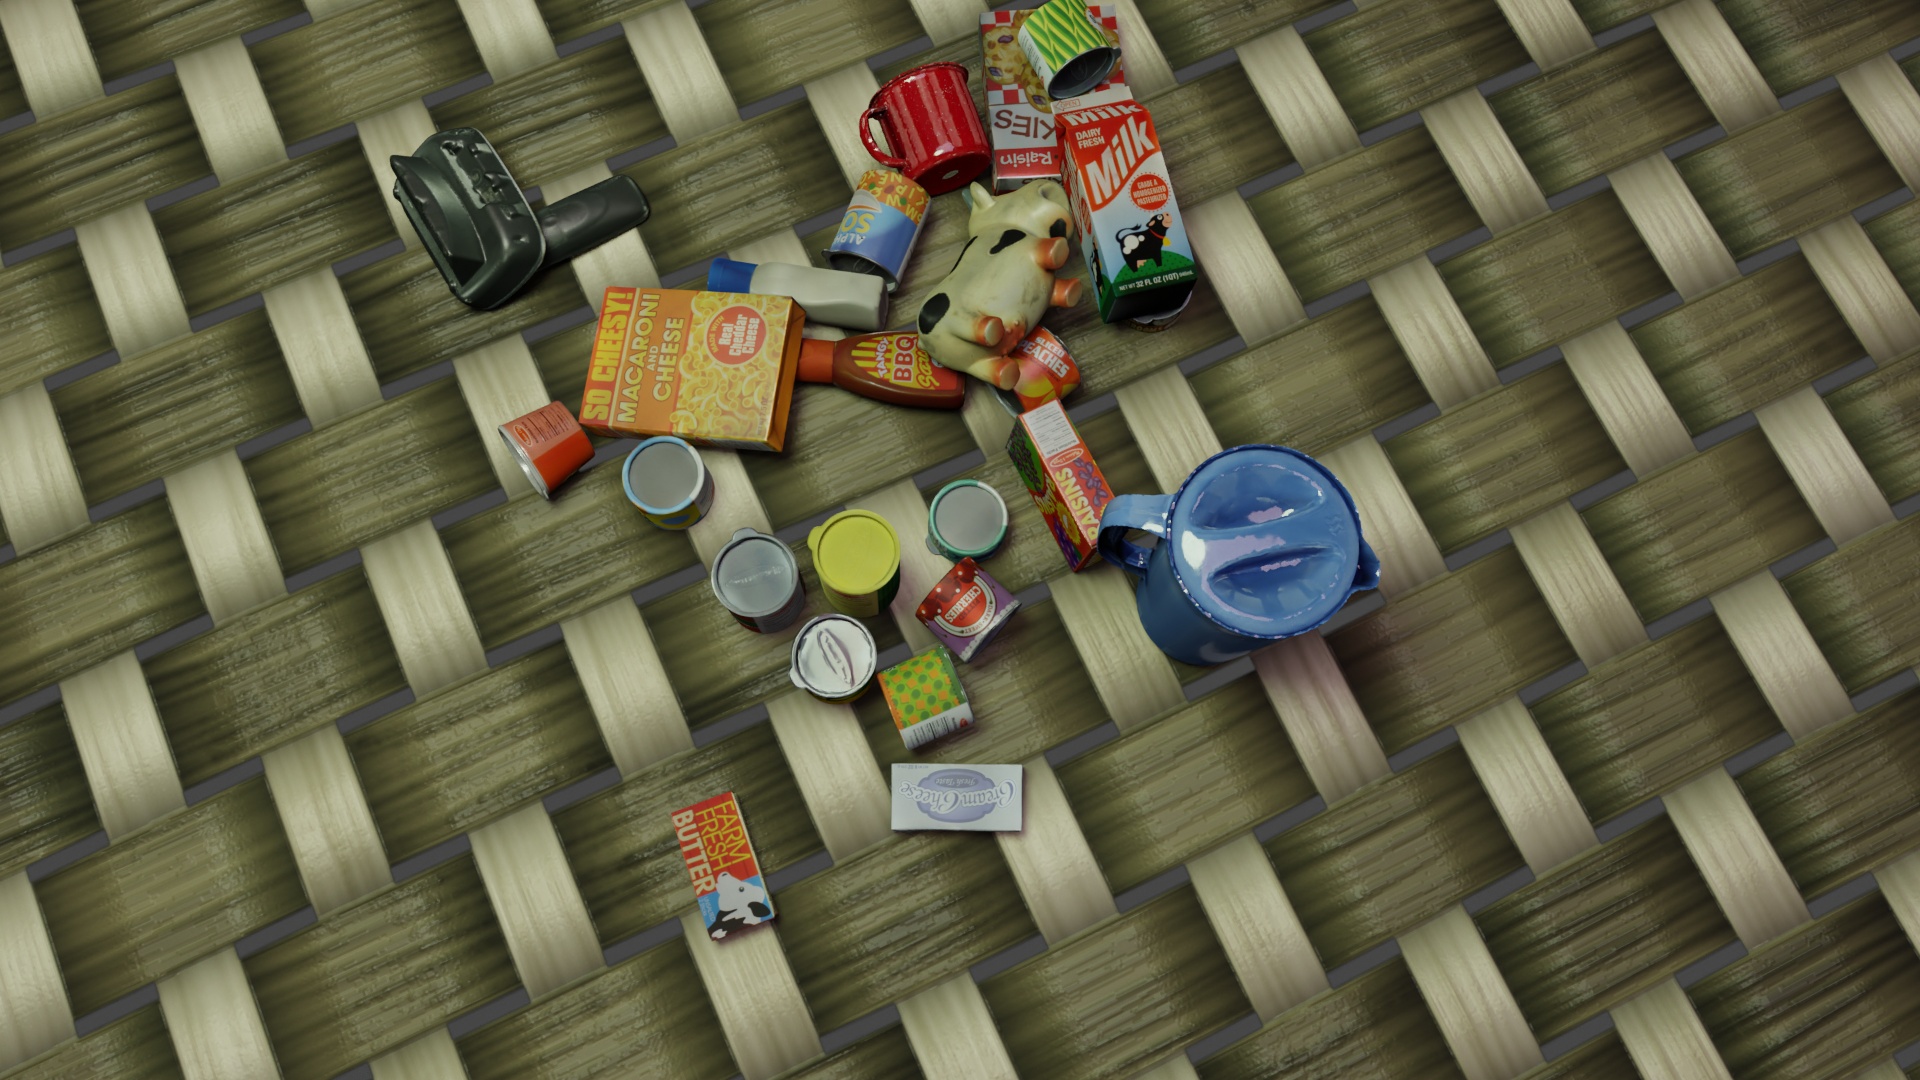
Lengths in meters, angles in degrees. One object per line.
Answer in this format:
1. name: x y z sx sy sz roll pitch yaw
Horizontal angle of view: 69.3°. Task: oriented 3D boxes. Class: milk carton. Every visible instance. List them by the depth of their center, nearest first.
1. milk carton: 0.132 -0.285 1.153 0.072 0.073 0.191 -13 80 -4

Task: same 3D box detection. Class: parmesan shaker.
1. parmesan shaker: -0.083 0.019 1.095 0.071 0.103 0.071 1 77 -2

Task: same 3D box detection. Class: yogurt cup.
1. yogurt cup: -0.335 -0.078 1.131 0.054 0.072 0.072 -36 80 -18

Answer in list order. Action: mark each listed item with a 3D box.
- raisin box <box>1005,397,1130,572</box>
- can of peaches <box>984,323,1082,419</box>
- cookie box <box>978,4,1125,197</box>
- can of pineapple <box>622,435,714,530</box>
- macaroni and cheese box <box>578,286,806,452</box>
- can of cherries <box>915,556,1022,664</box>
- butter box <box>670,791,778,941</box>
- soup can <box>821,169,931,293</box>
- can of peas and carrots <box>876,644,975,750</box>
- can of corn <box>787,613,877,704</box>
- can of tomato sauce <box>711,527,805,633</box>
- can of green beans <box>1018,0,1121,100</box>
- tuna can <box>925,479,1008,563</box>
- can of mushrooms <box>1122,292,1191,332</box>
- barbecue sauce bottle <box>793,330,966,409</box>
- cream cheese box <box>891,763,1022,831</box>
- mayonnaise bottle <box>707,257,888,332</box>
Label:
1. raisin box: 0.086 -0.043 1.125 0.040 0.086 0.123 -25 79 -12
2. can of peaches: 0.058 -0.138 1.155 0.058 0.071 0.071 -39 81 -9
3. cookie box: 0.084 -0.389 1.233 0.123 0.040 0.168 -4 76 -3
4. can of pineapple: -0.239 -0.046 1.129 0.071 0.057 0.071 0 77 -2
5. macaroni and cheese box: -0.220 -0.141 1.141 0.166 0.040 0.124 6 79 15
6. can of cherries: 0.006 0.055 1.106 0.058 0.071 0.071 43 79 8
7. butter box: -0.183 0.251 1.076 0.053 0.024 0.103 -20 78 -7
8. soup can: -0.071 -0.264 1.182 0.071 0.071 0.084 20 76 3
9. can of peas and carrots: -0.029 0.122 1.092 0.059 0.071 0.071 -23 78 -6
10. can of corn: -0.101 0.096 1.099 0.071 0.058 0.071 0 77 -2
11. can of tomato sauce: -0.159 0.033 1.099 0.071 0.083 0.071 0 77 -2
12. can of green beans: 0.091 -0.420 1.185 0.071 0.071 0.058 -26 77 -8
13. tuna can: 0.004 -0.014 1.142 0.071 0.032 0.071 1 76 -2
14. can of mushrooms: 0.163 -0.213 1.196 0.071 0.033 0.071 1 77 -3
15. barbecue sauce bottle: -0.069 -0.147 1.166 0.149 0.043 0.065 4 70 -1
16. cream cheese box: -0.003 0.202 1.094 0.104 0.024 0.053 0 78 -2
17. mayonnaise bottle: -0.137 -0.210 1.172 0.148 0.064 0.041 10 78 4
